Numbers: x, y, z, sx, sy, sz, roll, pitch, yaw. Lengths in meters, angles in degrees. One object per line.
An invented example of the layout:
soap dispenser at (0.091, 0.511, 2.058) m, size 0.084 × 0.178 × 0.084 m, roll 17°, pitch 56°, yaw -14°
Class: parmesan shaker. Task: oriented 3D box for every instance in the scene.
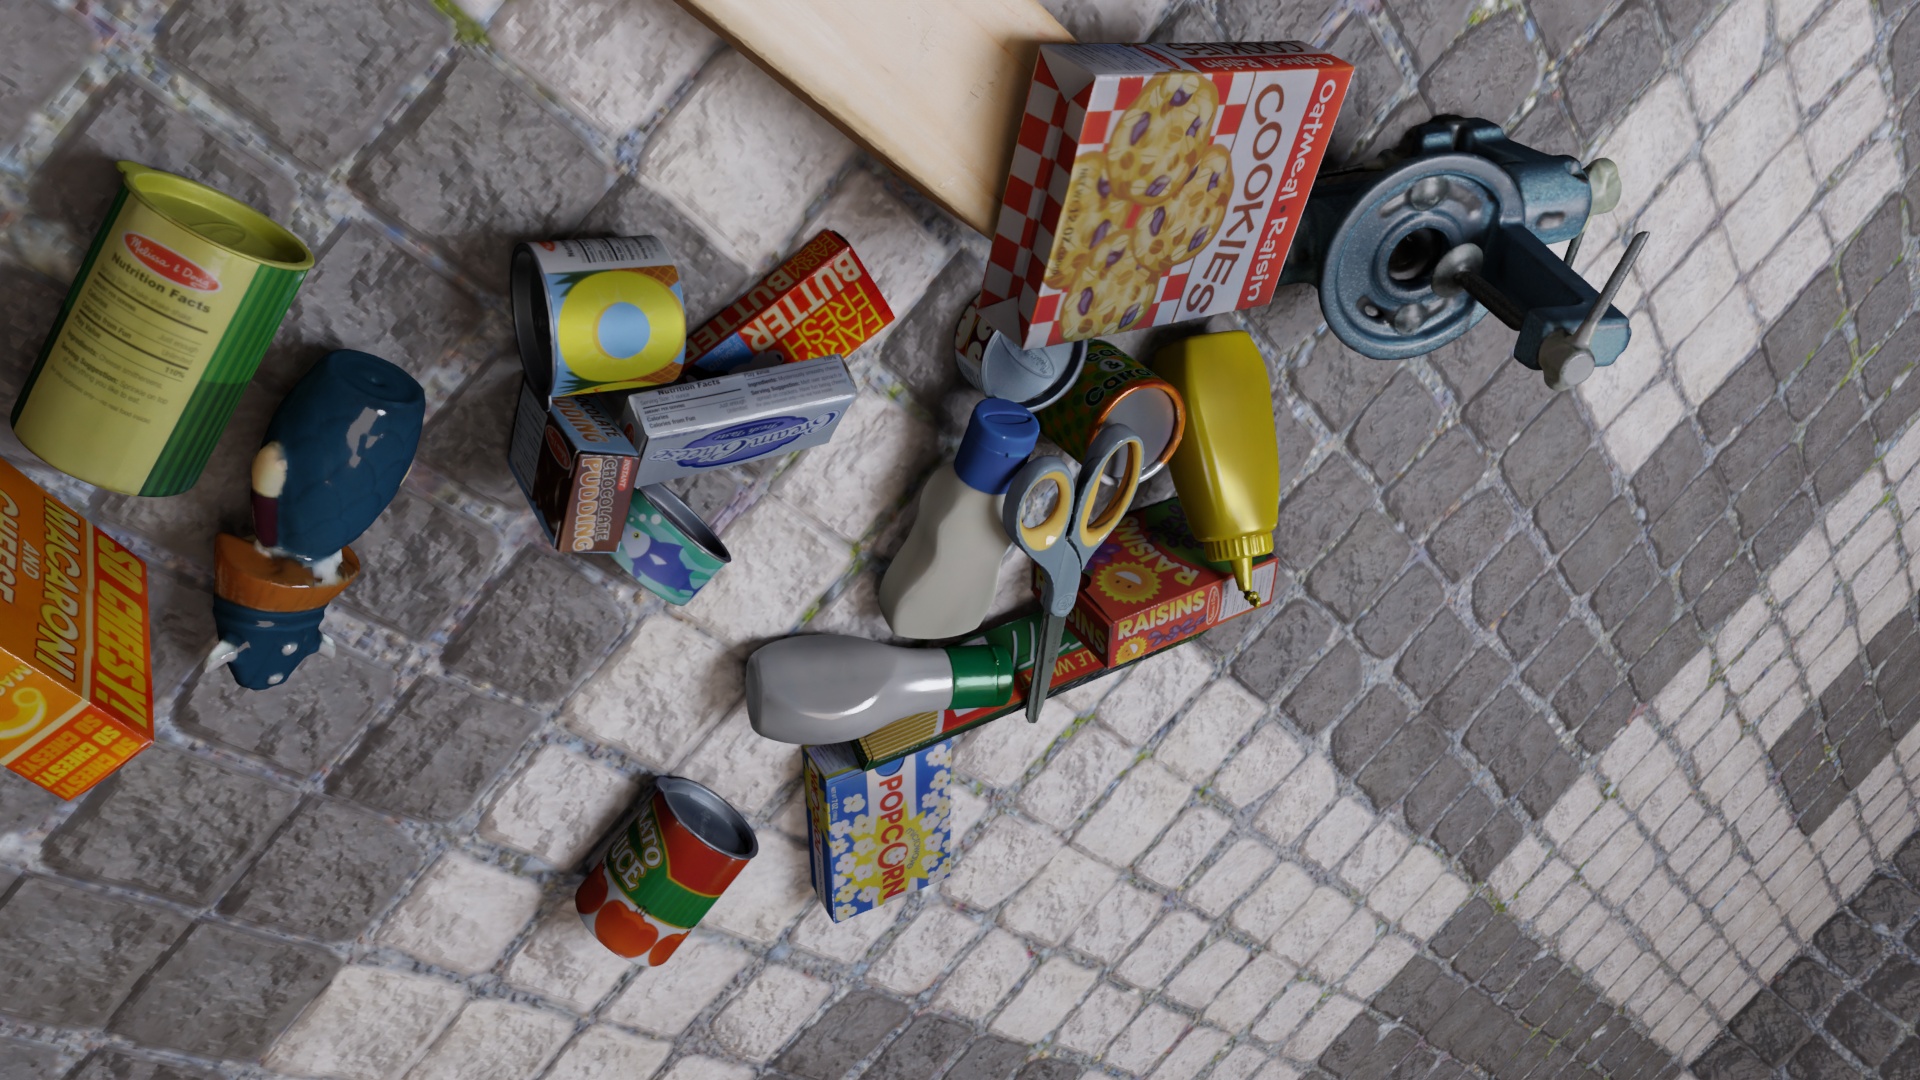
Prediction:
parmesan shaker at (-0.298, -0.077, 0.514) m, size 0.071 × 0.071 × 0.103 m, roll 23°, pitch 106°, yaw -42°

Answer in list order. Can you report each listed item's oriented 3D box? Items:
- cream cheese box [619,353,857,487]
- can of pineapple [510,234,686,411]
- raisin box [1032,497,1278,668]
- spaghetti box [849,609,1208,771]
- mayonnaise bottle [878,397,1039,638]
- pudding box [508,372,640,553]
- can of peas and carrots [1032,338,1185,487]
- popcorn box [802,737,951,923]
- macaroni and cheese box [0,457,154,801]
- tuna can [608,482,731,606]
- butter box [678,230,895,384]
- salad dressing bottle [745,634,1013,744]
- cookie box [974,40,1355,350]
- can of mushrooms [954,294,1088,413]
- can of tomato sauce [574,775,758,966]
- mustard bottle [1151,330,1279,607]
cream cheese box at (-0.103, -0.055, 0.636) m, size 0.104 × 0.024 × 0.053 m, roll -15°, pitch 165°, yaw -27°
can of pineapple at (-0.156, -0.095, 0.596) m, size 0.058 × 0.071 × 0.070 m, roll -11°, pitch 125°, yaw -28°
raisin box at (0.118, 0.022, 0.847) m, size 0.124 × 0.086 × 0.039 m, roll -19°, pitch 131°, yaw -23°
spaghetti box at (0.044, 0.074, 0.853) m, size 0.251 × 0.050 × 0.028 m, roll -19°, pitch 162°, yaw -23°
mayonnaise bottle at (0.003, -0.010, 0.758) m, size 0.065 × 0.041 × 0.147 m, roll -3°, pitch 134°, yaw -29°
pudding box at (-0.172, -0.035, 0.613) m, size 0.030 × 0.084 × 0.049 m, roll 2°, pitch 118°, yaw -35°
can of peas and carrots at (0.084, -0.073, 0.779) m, size 0.071 × 0.059 × 0.070 m, roll -18°, pitch 128°, yaw -24°
popcorn box at (-0.050, 0.171, 0.867) m, size 0.085 × 0.038 × 0.126 m, roll -16°, pitch 128°, yaw -23°
macaroni and cheese box at (-0.363, 0.002, 0.482) m, size 0.040 × 0.124 × 0.165 m, roll -37°, pitch 133°, yaw -4°
tuna can at (-0.146, -0.003, 0.665) m, size 0.033 × 0.071 × 0.071 m, roll -46°, pitch 134°, yaw 2°
butter box at (-0.086, -0.098, 0.671) m, size 0.103 × 0.024 × 0.053 m, roll -39°, pitch 134°, yaw -5°
salad dressing bottle at (-0.044, 0.081, 0.781) m, size 0.148 × 0.064 × 0.043 m, roll -2°, pitch 135°, yaw -20°
cookie box at (0.093, -0.159, 0.626) m, size 0.168 × 0.040 × 0.122 m, roll -16°, pitch 135°, yaw -36°
can of mushrooms at (0.034, -0.105, 0.741) m, size 0.071 × 0.033 × 0.070 m, roll -17°, pitch 127°, yaw -23°
can of tomato sauce at (-0.166, 0.185, 0.779) m, size 0.083 × 0.071 × 0.071 m, roll -51°, pitch 134°, yaw 6°
mustard bottle at (0.153, -0.039, 0.805) m, size 0.065 × 0.048 × 0.160 m, roll -9°, pitch 90°, yaw -28°
